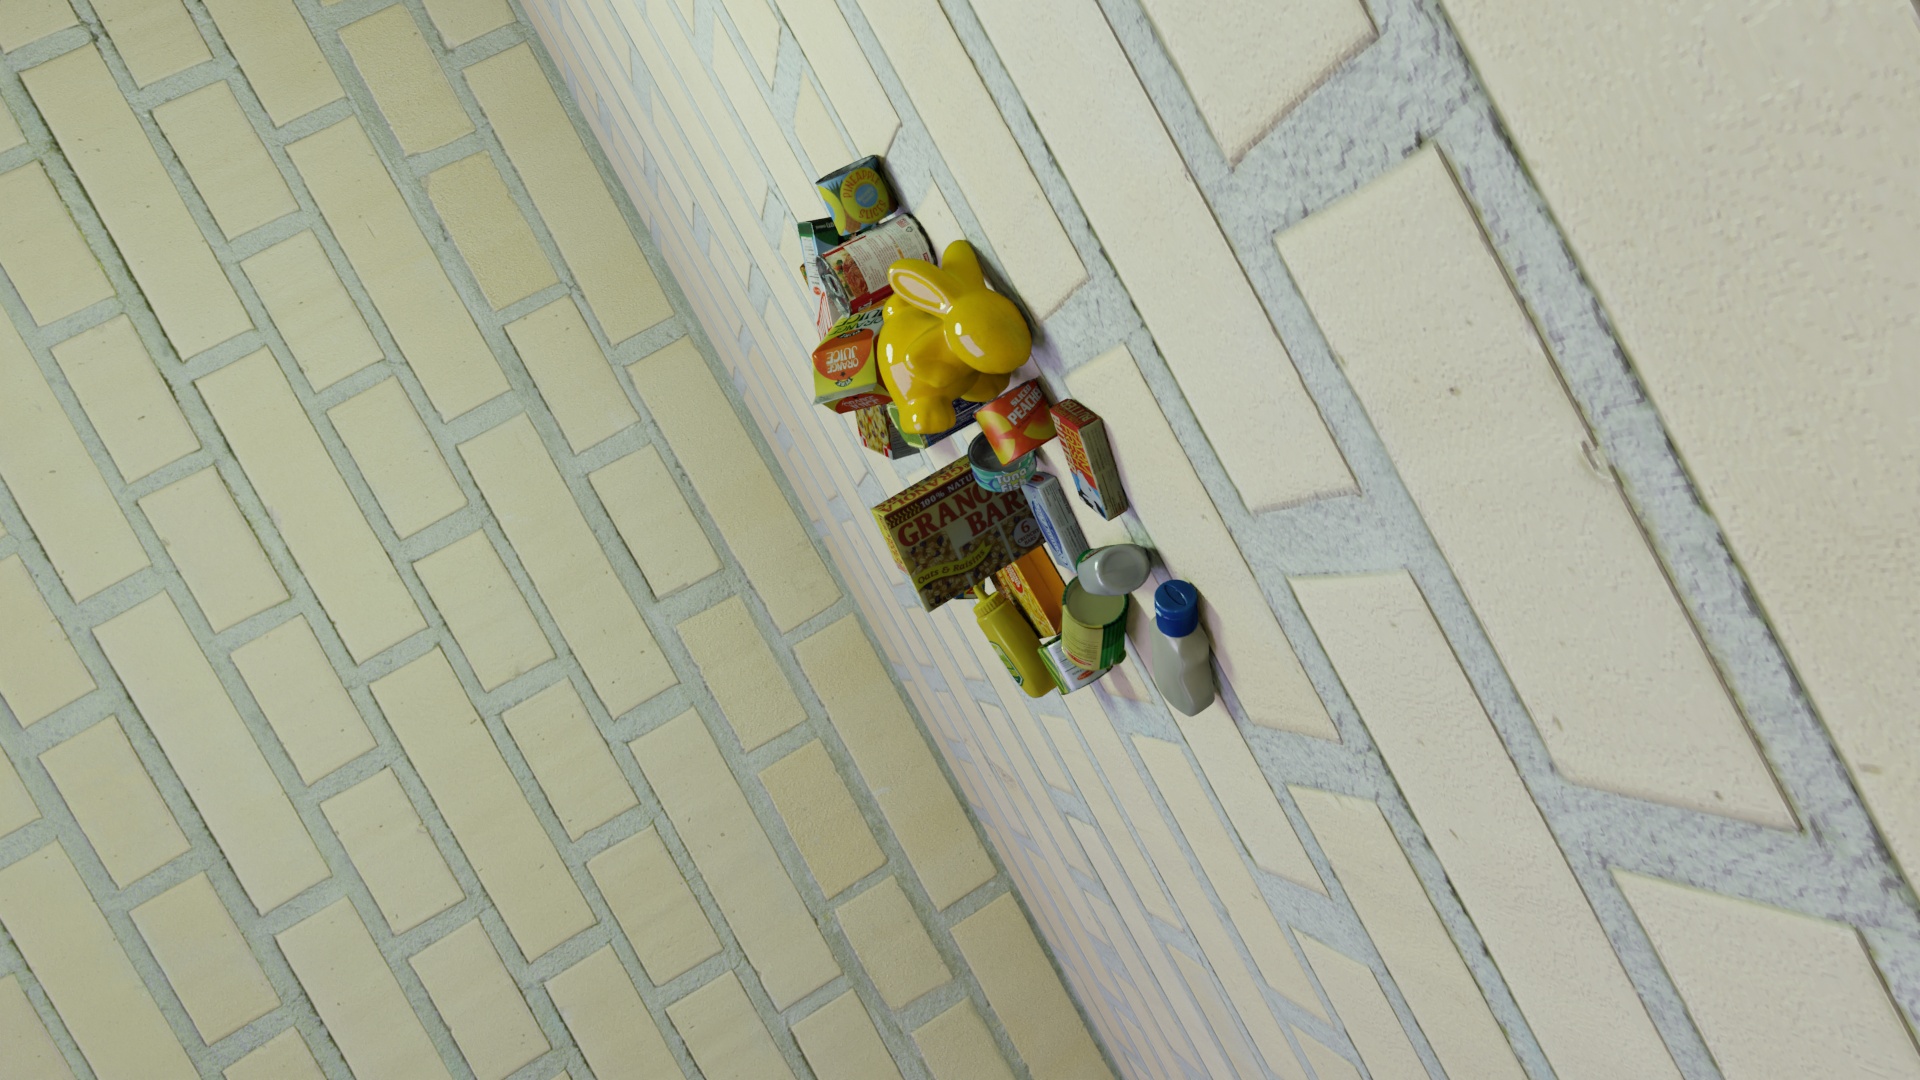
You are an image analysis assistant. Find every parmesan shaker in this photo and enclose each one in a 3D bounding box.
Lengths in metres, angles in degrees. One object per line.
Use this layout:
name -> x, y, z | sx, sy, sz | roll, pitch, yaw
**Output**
parmesan shaker -> 0.137, 0.082, 1.395 | 0.071, 0.071, 0.102 | 55, 167, 25

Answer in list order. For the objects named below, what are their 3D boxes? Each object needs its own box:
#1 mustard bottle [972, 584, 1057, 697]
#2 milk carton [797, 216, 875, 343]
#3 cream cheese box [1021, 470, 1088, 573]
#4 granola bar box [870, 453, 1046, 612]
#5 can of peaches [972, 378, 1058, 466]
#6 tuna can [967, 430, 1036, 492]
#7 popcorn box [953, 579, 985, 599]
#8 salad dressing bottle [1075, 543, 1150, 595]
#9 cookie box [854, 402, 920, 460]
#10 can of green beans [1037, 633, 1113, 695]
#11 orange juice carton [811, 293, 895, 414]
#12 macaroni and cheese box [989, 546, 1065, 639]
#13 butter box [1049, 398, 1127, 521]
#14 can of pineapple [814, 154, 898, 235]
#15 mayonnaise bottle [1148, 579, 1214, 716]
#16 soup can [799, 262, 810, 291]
mustard bottle -> 0.057, 0.110, 1.631 | 0.160, 0.049, 0.065 | 55, 167, -6
milk carton -> -0.121, -0.262, 1.532 | 0.073, 0.072, 0.190 | -149, 47, -67
cream cheese box -> 0.098, -0.018, 1.415 | 0.103, 0.024, 0.053 | 64, 168, -17
granola bar box -> 0.005, -0.018, 1.460 | 0.039, 0.166, 0.123 | 34, 151, 60
can of peaches -> 0.055, -0.109, 1.278 | 0.058, 0.071, 0.071 | 61, 168, -1
tuna can -> 0.043, -0.081, 1.392 | 0.071, 0.071, 0.032 | 50, 166, 41
popcorn box -> 0.006, 0.007, 1.693 | 0.085, 0.038, 0.126 | -176, 87, -81
salad dressing bottle -> 0.135, 0.026, 1.283 | 0.147, 0.064, 0.044 | 174, 78, -86
cookie box -> -0.102, -0.193, 1.712 | 0.123, 0.040, 0.167 | -151, 48, -64
can of green beans -> 0.127, 0.131, 1.550 | 0.058, 0.071, 0.071 | 61, 168, 0
orange juice carton -> -0.089, -0.191, 1.413 | 0.072, 0.072, 0.194 | 66, -152, -27
macaroni and cheese box -> 0.079, 0.054, 1.634 | 0.123, 0.040, 0.166 | 60, 169, 2
butter box -> 0.113, -0.071, 1.220 | 0.053, 0.024, 0.103 | 43, 160, 54
can of pineapple -> -0.102, -0.343, 1.379 | 0.057, 0.071, 0.071 | 64, 168, -20
mayonnaise bottle -> 0.195, 0.093, 1.232 | 0.065, 0.041, 0.147 | 49, 163, 38
soup can -> -0.149, -0.302, 1.667 | 0.083, 0.071, 0.071 | 65, 167, -22
